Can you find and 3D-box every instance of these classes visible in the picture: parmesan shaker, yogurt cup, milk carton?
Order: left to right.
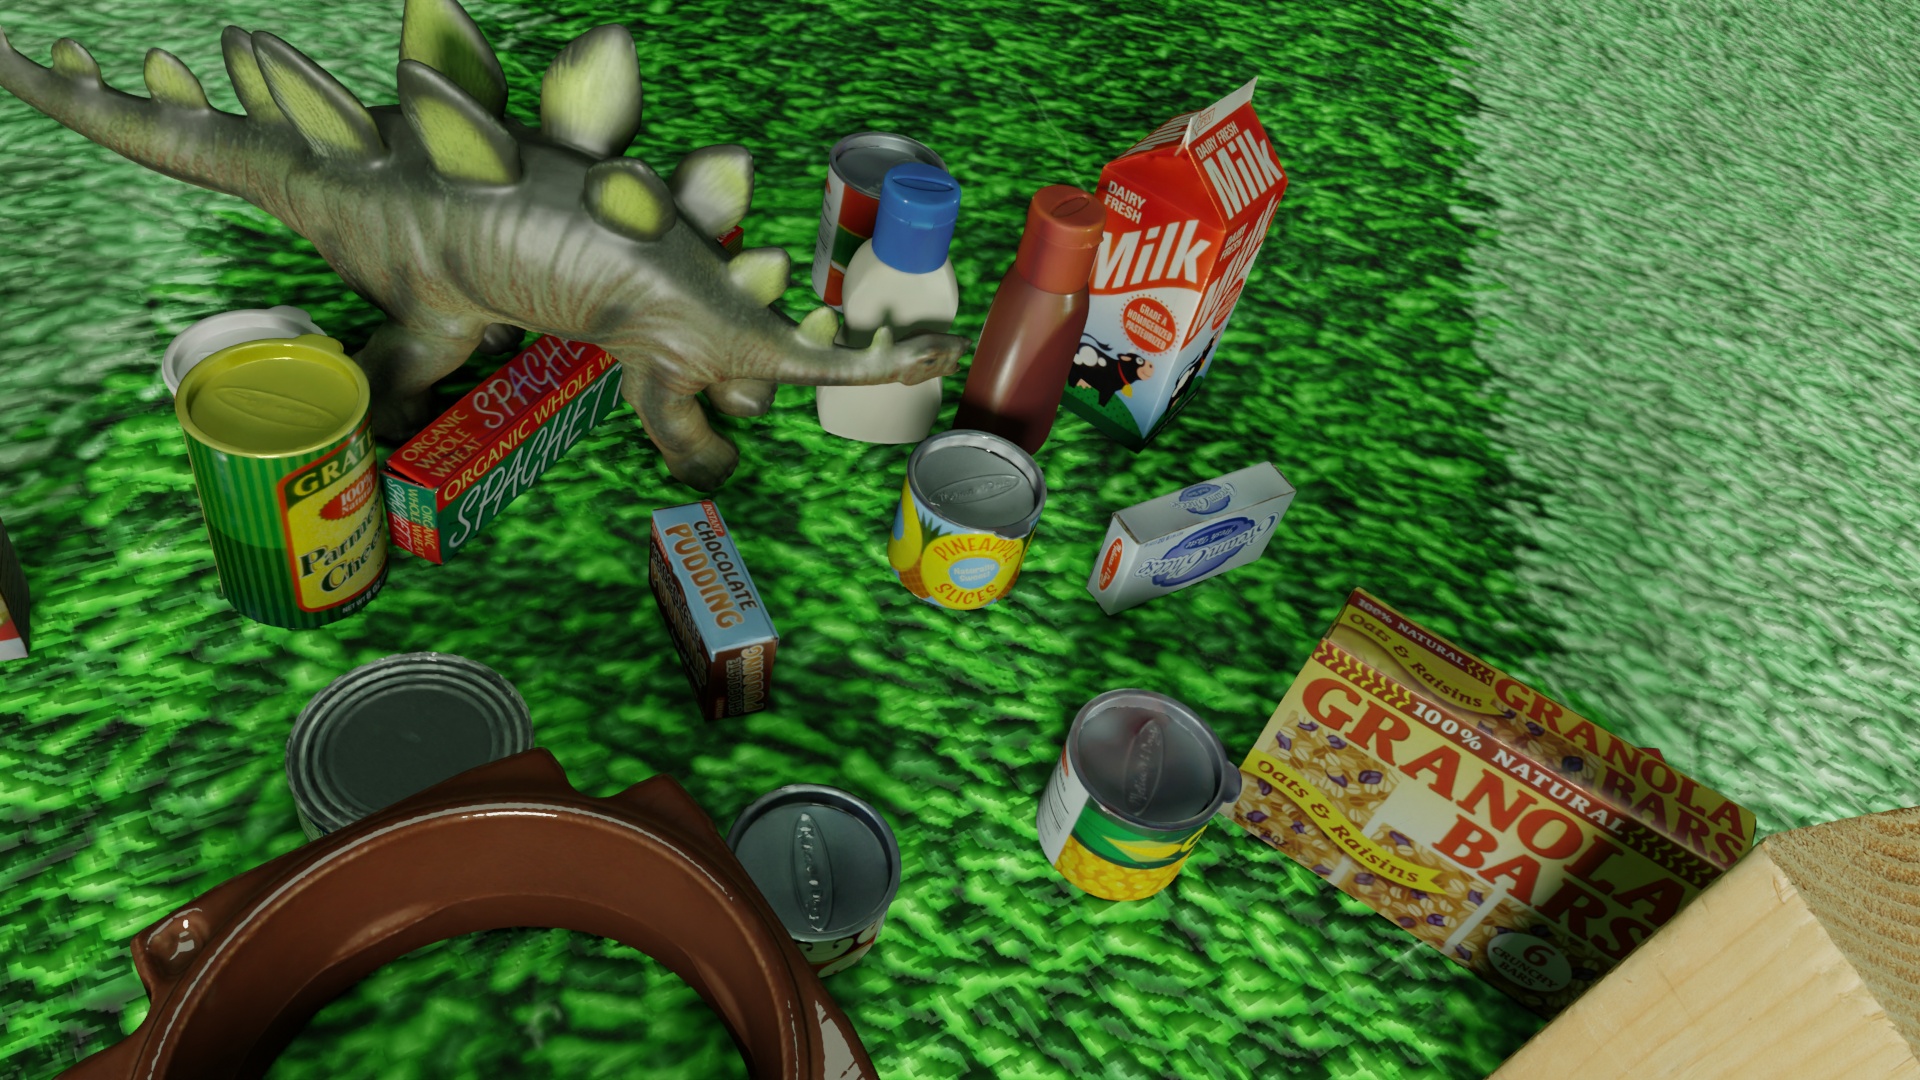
[{"bbox_3d":[-0.311,-0.061,0.617,0.072,0.053,0.073,8,46,-8],"label":"yogurt cup"},{"bbox_3d":[-0.267,-0.022,0.558,0.071,0.102,0.072,8,46,-9],"label":"parmesan shaker"},{"bbox_3d":[0.107,-0.146,0.722,0.073,0.189,0.073,34,48,16],"label":"milk carton"}]

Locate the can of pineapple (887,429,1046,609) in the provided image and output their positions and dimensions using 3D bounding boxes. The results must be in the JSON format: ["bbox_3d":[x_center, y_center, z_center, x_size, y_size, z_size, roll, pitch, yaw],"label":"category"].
[{"bbox_3d":[0.002,-0.008,0.654,0.071,0.057,0.071,8,46,-8],"label":"can of pineapple"}]

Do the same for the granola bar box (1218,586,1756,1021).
[{"bbox_3d":[0.201,0.108,0.554,0.166,0.123,0.039,31,47,14],"label":"granola bar box"}]

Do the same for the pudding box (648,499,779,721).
[{"bbox_3d":[-0.107,0.029,0.593,0.030,0.049,0.084,-12,52,-26],"label":"pudding box"}]

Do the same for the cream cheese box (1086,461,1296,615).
[{"bbox_3d":[0.113,-0.002,0.683,0.104,0.053,0.024,-18,55,-30],"label":"cream cheese box"}]

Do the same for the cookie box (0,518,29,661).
[{"bbox_3d":[-0.406,-0.015,0.466,0.123,0.166,0.040,-9,51,-24],"label":"cookie box"}]

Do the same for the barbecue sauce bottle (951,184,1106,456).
[{"bbox_3d":[0.036,-0.105,0.692,0.044,0.147,0.065,37,49,19],"label":"barbecue sauce bottle"}]

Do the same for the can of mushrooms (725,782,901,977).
[{"bbox_3d":[-0.060,0.128,0.524,0.071,0.033,0.071,8,46,-8],"label":"can of mushrooms"}]

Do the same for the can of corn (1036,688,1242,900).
[{"bbox_3d":[0.071,0.105,0.566,0.071,0.058,0.071,8,46,-8],"label":"can of corn"}]

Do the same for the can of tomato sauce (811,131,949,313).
[{"bbox_3d":[-0.045,-0.175,0.781,0.071,0.082,0.071,8,46,-9],"label":"can of tomato sauce"}]

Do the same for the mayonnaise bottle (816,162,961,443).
[{"bbox_3d":[-0.031,-0.112,0.680,0.065,0.147,0.041,5,47,-11],"label":"mayonnaise bottle"}]

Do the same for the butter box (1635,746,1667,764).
[{"bbox_3d":[0.256,0.113,0.616,0.103,0.052,0.024,5,47,-12],"label":"butter box"}]

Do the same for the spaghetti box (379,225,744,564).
[{"bbox_3d":[-0.184,-0.083,0.677,0.029,0.049,0.251,26,46,9],"label":"spaghetti box"}]
